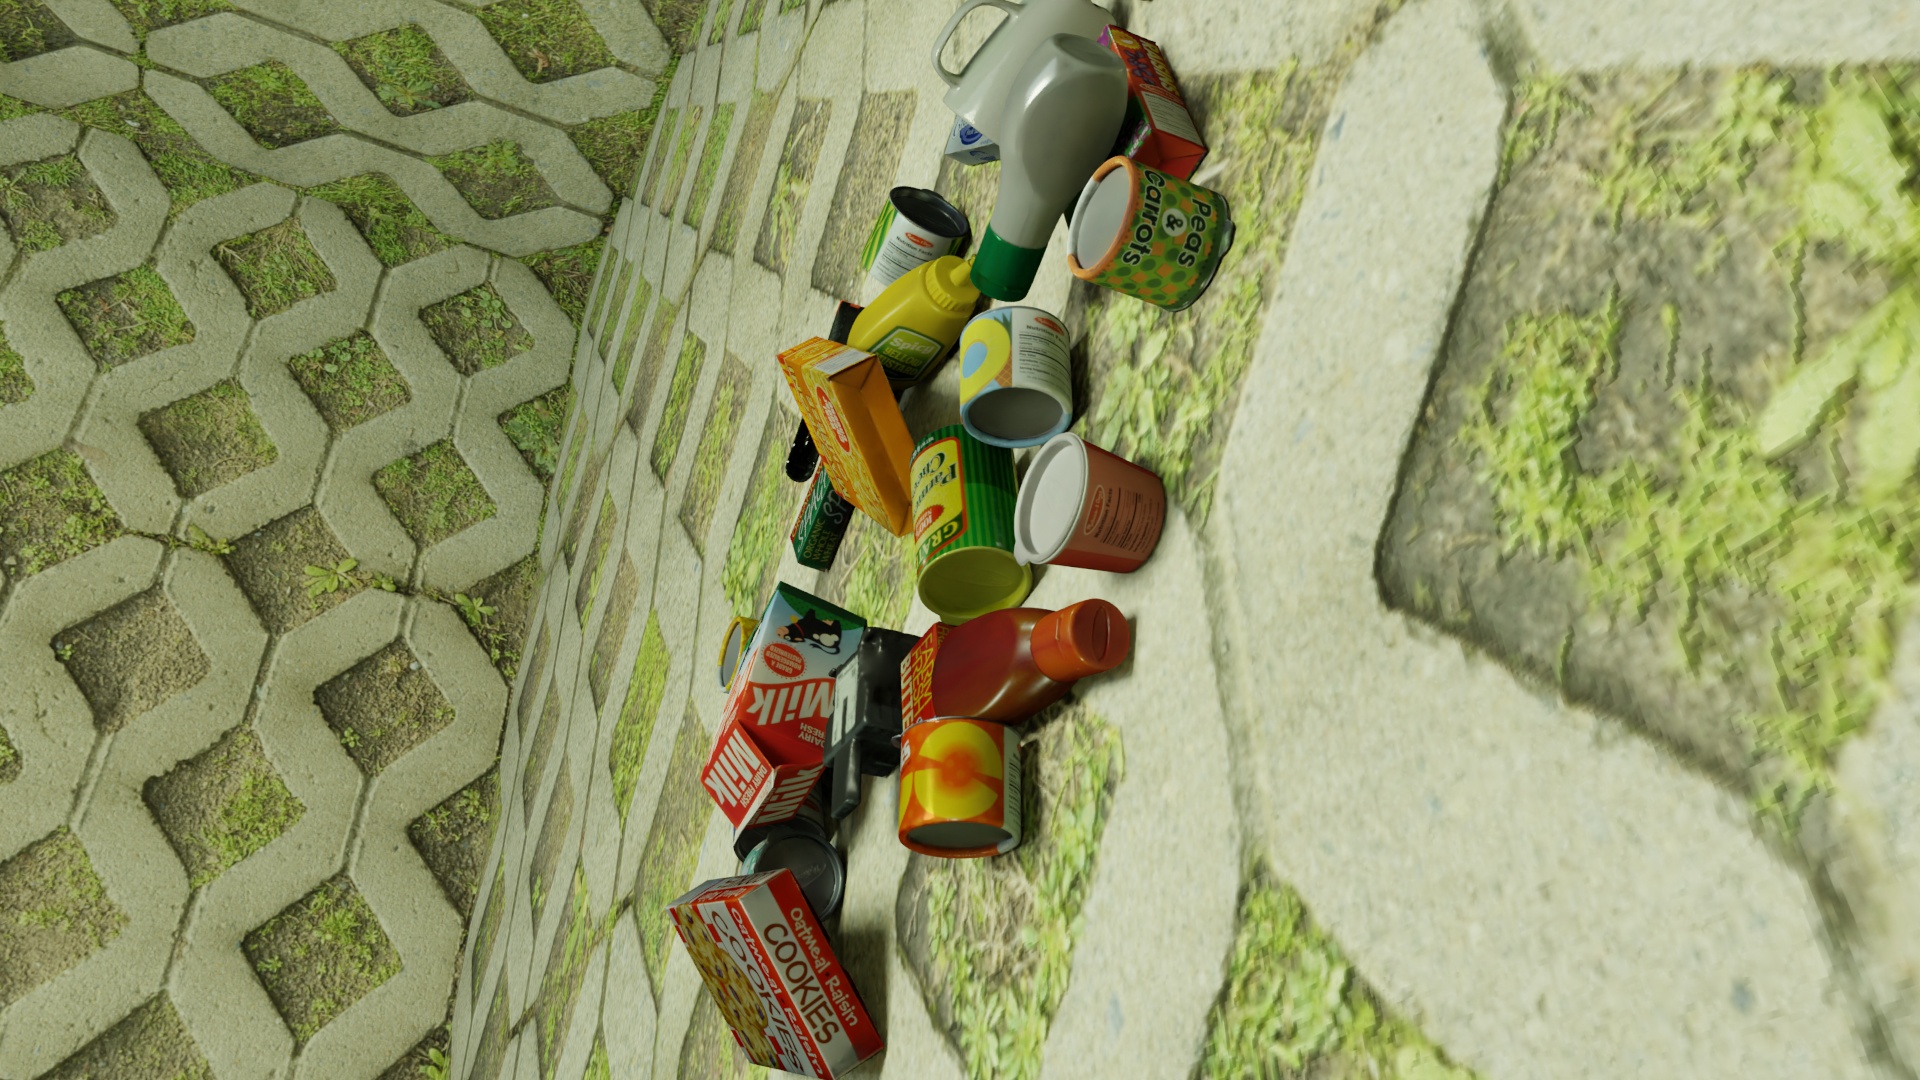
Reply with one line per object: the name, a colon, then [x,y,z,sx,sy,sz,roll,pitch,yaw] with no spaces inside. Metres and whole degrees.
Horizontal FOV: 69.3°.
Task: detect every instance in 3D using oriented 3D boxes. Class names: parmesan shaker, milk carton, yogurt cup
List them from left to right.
milk carton: [-0.126,0.123,0.979,0.072,0.073,0.191,-57,14,35]
parmesan shaker: [0.003,-0.010,0.830,0.071,0.071,0.103,-54,30,40]
yogurt cup: [0.067,-0.016,0.702,0.072,0.054,0.073,-46,36,49]

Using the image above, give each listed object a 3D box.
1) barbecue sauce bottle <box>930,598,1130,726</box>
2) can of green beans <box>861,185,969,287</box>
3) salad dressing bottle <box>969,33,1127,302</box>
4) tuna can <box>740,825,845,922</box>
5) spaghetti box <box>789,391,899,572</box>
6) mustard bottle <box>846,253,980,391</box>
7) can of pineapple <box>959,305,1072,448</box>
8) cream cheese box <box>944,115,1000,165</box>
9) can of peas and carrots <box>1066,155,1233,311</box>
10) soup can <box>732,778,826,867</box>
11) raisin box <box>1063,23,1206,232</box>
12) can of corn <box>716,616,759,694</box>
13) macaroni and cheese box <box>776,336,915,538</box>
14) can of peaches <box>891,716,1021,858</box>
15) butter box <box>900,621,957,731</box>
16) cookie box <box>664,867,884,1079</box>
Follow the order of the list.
barbecue sauce bottle: [0.035,0.064,0.740,0.148,0.044,0.065,-29,50,59]
can of green beans: [-0.035,-0.227,1.058,0.057,0.071,0.071,-59,27,34]
salad dressing bottle: [0.044,-0.202,0.769,0.044,0.064,0.146,-113,35,-42]
tuna can: [-0.116,0.230,0.948,0.032,0.071,0.071,-34,46,58]
spaghetti box: [-0.082,-0.093,1.128,0.249,0.029,0.050,-66,23,19]
mustard bottle: [-0.027,-0.164,1.003,0.159,0.065,0.049,-38,40,52]
can of pineapple: [0.031,-0.094,0.818,0.070,0.071,0.058,-45,37,50]
cream cheese box: [0.023,-0.311,1.032,0.104,0.024,0.053,25,97,67]
can of peas and carrots: [0.097,-0.159,0.719,0.070,0.059,0.071,-46,36,50]
soup can: [-0.136,0.191,1.020,0.071,0.071,0.084,-59,26,32]
raisin box: [0.091,-0.229,0.803,0.085,0.040,0.124,-57,29,38]
can of corn: [-0.165,0.098,1.159,0.071,0.058,0.071,-46,37,49]
macaroni and cheese box: [-0.075,-0.079,1.006,0.123,0.040,0.166,68,167,-19]
can of peaches: [-0.003,0.134,0.746,0.071,0.071,0.058,-44,38,51]
butter box: [-0.015,0.106,0.851,0.052,0.024,0.104,-52,31,44]
cookie box: [-0.123,0.275,0.888,0.123,0.040,0.167,61,149,1]
